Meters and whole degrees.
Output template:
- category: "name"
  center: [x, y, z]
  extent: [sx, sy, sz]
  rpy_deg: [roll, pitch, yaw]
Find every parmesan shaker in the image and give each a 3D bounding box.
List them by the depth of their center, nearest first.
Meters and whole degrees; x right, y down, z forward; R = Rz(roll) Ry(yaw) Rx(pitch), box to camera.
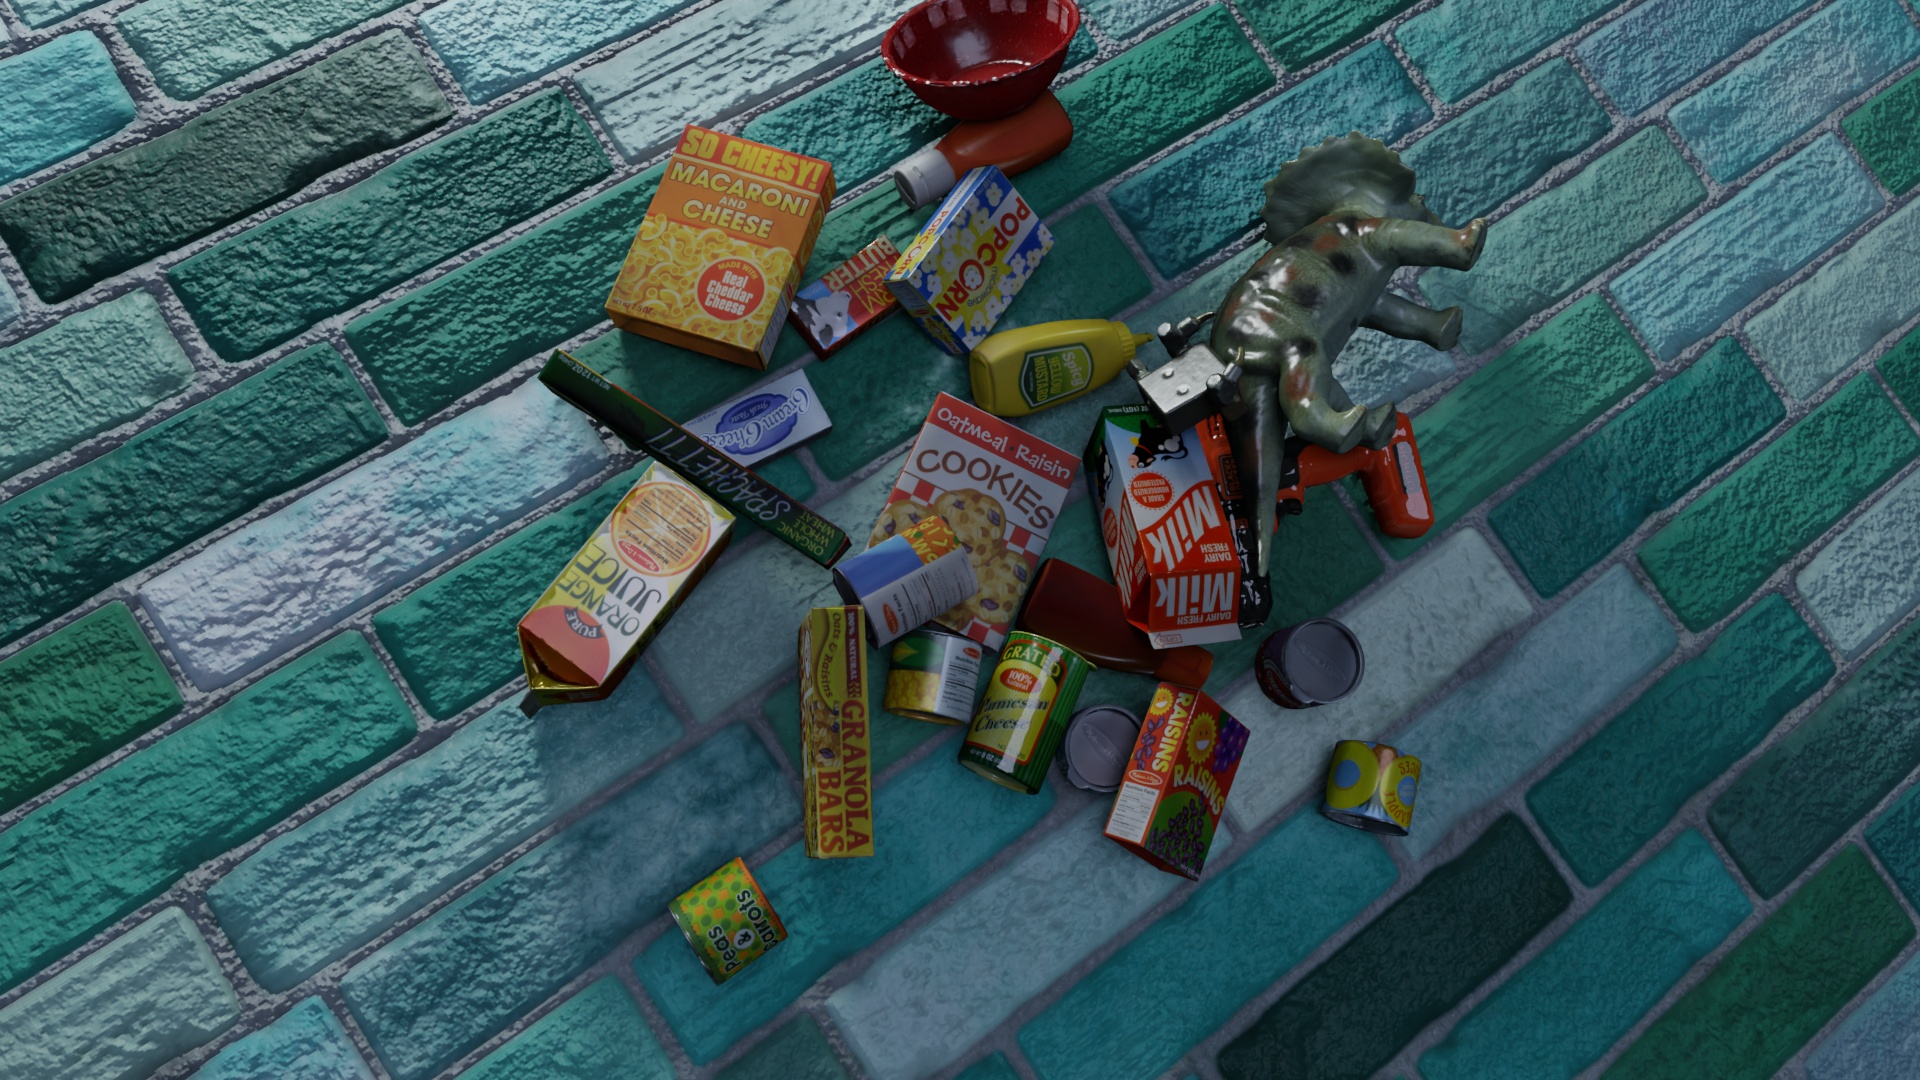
- category: "parmesan shaker"
  center: [0.049, 0.128, 1.021]
  extent: [0.071, 0.071, 0.103]
  rpy_deg: [25, 73, -5]

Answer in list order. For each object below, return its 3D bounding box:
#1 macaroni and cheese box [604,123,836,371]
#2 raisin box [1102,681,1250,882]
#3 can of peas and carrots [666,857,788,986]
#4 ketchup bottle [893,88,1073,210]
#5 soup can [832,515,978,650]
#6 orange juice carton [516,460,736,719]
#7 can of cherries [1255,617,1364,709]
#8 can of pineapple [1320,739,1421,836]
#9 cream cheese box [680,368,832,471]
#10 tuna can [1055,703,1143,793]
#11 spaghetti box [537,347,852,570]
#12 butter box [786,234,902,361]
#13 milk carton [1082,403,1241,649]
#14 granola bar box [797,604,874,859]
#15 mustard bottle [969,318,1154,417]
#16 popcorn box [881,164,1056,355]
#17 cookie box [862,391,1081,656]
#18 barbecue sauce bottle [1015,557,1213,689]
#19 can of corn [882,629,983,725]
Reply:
- category: "macaroni and cheese box"
  center: [-0.181, -0.225, 1.064]
  extent: [0.124, 0.040, 0.167]
  rpy_deg: [17, 73, 6]
- category: "raisin box"
  center: [0.162, 0.178, 1.027]
  extent: [0.086, 0.040, 0.124]
  rpy_deg: [38, 69, -41]
- category: "can of peas and carrots"
  center: [-0.158, 0.260, 0.948]
  extent: [0.059, 0.070, 0.071]
  rpy_deg: [-32, 85, -17]
- category: "ketchup bottle"
  center: [0.017, -0.319, 1.133]
  extent: [0.149, 0.043, 0.065]
  rpy_deg: [-31, 76, -16]
- category: "soup can"
  center: [-0.040, 0.028, 0.990]
  extent: [0.084, 0.071, 0.071]
  rpy_deg: [-28, 84, -15]
- category: "orange juice carton"
  center: [-0.246, 0.044, 0.981]
  extent: [0.073, 0.071, 0.193]
  rpy_deg: [36, 73, -1]
- category: "can of cherries"
  center: [0.268, 0.098, 1.078]
  extent: [0.071, 0.058, 0.071]
  rpy_deg: [3, 77, -11]
- category: "can of pineapple"
  center: [0.315, 0.189, 1.060]
  extent: [0.071, 0.071, 0.058]
  rpy_deg: [18, 75, -7]
- category: "cream cheese box"
  center: [-0.154, -0.085, 1.055]
  extent: [0.104, 0.024, 0.053]
  rpy_deg: [-28, 85, -16]
- category: "tuna can"
  center: [0.104, 0.159, 1.044]
  extent: [0.071, 0.032, 0.071]
  rpy_deg: [3, 77, -11]
- category: "spaghetti box"
  center: [-0.190, -0.057, 1.003]
  extent: [0.250, 0.050, 0.029]
  rpy_deg: [33, 83, 1]
- category: "butter box"
  center: [-0.084, -0.192, 1.094]
  extent: [0.104, 0.024, 0.053]
  rpy_deg: [-37, 86, -17]
- category: "milk carton"
  center: [0.153, -0.007, 1.044]
  extent: [0.072, 0.073, 0.191]
  rpy_deg: [-6, 60, -13]
- category: "granola bar box"
  center: [-0.089, 0.136, 0.963]
  extent: [0.039, 0.124, 0.166]
  rpy_deg: [-1, 77, -11]
- category: "mustard bottle"
  center: [0.087, -0.144, 1.097]
  extent: [0.161, 0.049, 0.065]
  rpy_deg: [-18, 121, -19]
- category: "popcorn box"
  center: [0.009, -0.221, 1.094]
  extent: [0.085, 0.038, 0.127]
  rpy_deg: [45, 70, -31]
- category: "cookie box"
  center: [0.004, -0.013, 1.061]
  extent: [0.123, 0.040, 0.168]
  rpy_deg: [26, 75, -4]
- category: "barbecue sauce bottle"
  center: [0.120, 0.071, 1.063]
  extent: [0.148, 0.043, 0.065]
  rpy_deg: [26, 73, -5]
- category: "can of corn"
  center: [-0.022, 0.101, 1.017]
  extent: [0.071, 0.071, 0.058]
  rpy_deg: [12, 76, -8]
